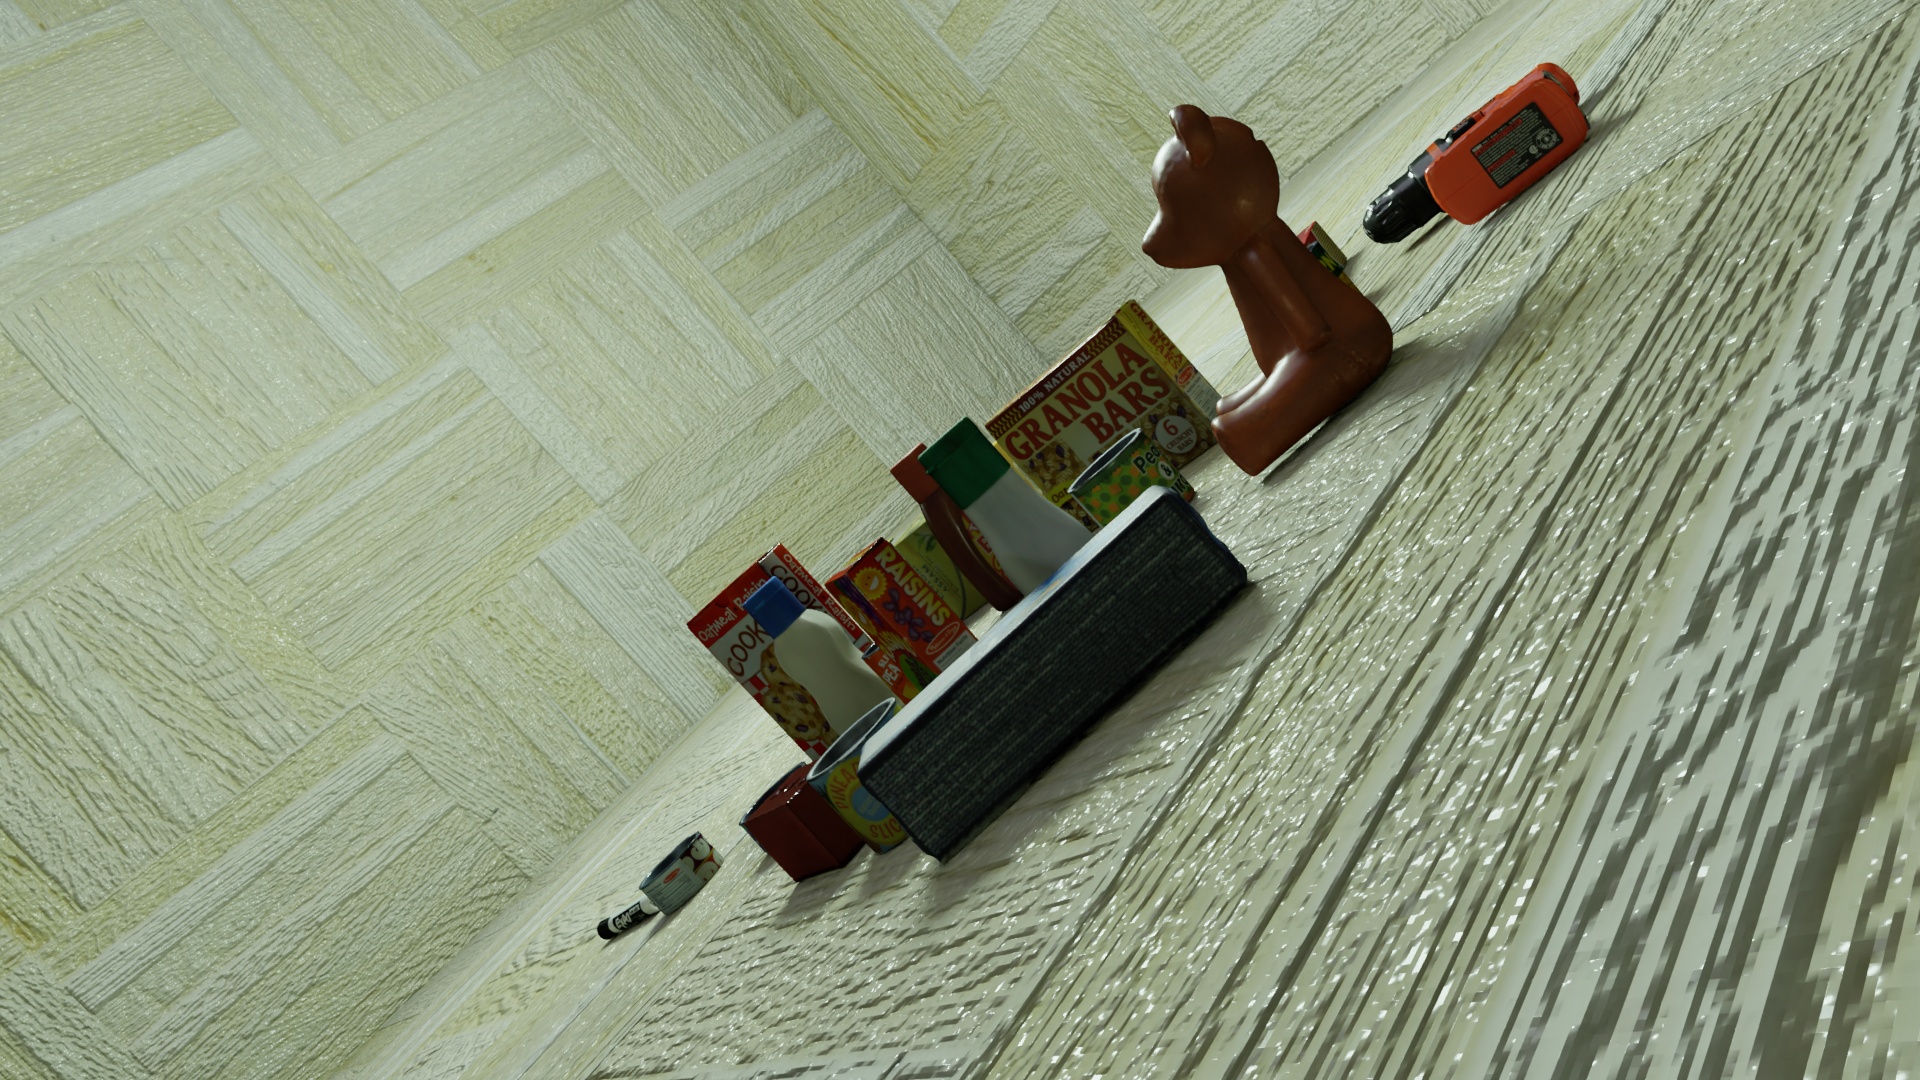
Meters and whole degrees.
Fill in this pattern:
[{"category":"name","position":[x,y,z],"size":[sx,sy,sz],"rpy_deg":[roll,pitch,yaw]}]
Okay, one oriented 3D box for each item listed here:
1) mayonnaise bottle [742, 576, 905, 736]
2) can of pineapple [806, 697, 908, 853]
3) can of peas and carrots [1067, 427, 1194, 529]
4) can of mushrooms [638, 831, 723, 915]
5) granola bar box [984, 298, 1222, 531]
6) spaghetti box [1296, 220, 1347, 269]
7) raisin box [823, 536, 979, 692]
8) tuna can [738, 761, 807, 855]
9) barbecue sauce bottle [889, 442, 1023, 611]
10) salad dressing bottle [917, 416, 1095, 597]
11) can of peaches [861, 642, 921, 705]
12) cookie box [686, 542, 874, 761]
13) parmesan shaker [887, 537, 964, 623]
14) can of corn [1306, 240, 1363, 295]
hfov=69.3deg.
[{"category":"mayonnaise bottle","position":[-0.111,0.093,1.113],"size":[0.064,0.148,0.041],"rpy_deg":[-41,5,15]},{"category":"can of pineapple","position":[-0.043,0.131,0.770],"size":[0.071,0.058,0.071],"rpy_deg":[-42,5,4]},{"category":"can of peas and carrots","position":[0.118,-0.035,0.943],"size":[0.071,0.058,0.071],"rpy_deg":[-42,5,4]},{"category":"can of mushrooms","position":[-0.230,0.275,1.152],"size":[0.071,0.033,0.071],"rpy_deg":[-42,5,4]},{"category":"granola bar box","position":[0.114,-0.092,1.091],"size":[0.165,0.124,0.039],"rpy_deg":[-38,6,42]},{"category":"spaghetti box","position":[0.307,-0.233,1.232],"size":[0.028,0.050,0.251],"rpy_deg":[-40,5,30]},{"category":"raisin box","position":[-0.031,0.058,0.924],"size":[0.040,0.123,0.086],"rpy_deg":[-44,5,-15]},{"category":"tuna can","position":[-0.127,0.196,1.021],"size":[0.071,0.033,0.071],"rpy_deg":[-42,5,4]},{"category":"barbecue sauce bottle","position":[0.004,-0.014,1.138],"size":[0.043,0.148,0.065],"rpy_deg":[-38,6,47]},{"category":"salad dressing bottle","position":[0.039,-0.002,0.755],"size":[0.044,0.147,0.064],"rpy_deg":[-45,5,-27]},{"category":"can of peaches","position":[-0.033,0.089,1.062],"size":[0.071,0.058,0.071],"rpy_deg":[-42,5,4]},{"category":"cookie box","position":[-0.141,0.098,1.196],"size":[0.122,0.167,0.040],"rpy_deg":[-39,6,39]},{"category":"parmesan shaker","position":[-0.051,0.057,1.217],"size":[0.071,0.103,0.071],"rpy_deg":[-42,5,4]},{"category":"can of corn","position":[0.272,-0.191,1.084],"size":[0.071,0.058,0.071],"rpy_deg":[-42,5,4]}]
